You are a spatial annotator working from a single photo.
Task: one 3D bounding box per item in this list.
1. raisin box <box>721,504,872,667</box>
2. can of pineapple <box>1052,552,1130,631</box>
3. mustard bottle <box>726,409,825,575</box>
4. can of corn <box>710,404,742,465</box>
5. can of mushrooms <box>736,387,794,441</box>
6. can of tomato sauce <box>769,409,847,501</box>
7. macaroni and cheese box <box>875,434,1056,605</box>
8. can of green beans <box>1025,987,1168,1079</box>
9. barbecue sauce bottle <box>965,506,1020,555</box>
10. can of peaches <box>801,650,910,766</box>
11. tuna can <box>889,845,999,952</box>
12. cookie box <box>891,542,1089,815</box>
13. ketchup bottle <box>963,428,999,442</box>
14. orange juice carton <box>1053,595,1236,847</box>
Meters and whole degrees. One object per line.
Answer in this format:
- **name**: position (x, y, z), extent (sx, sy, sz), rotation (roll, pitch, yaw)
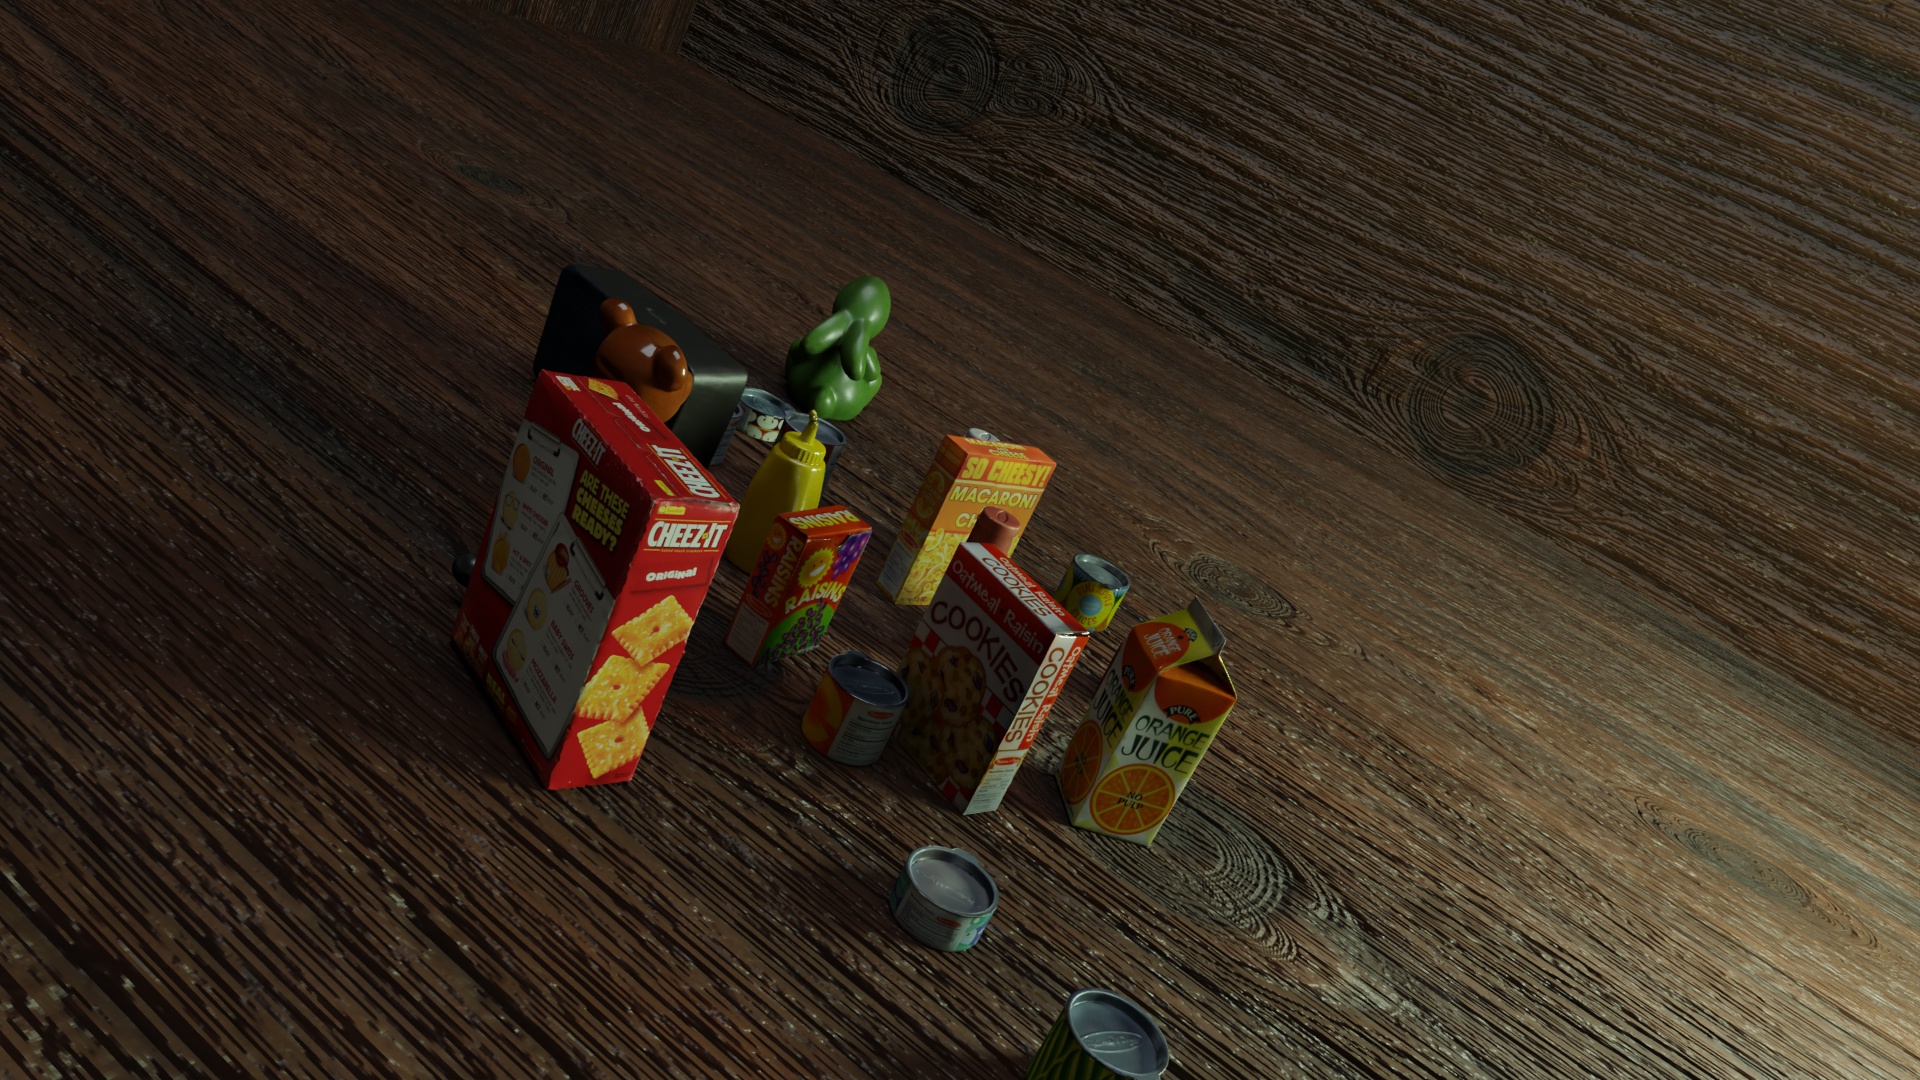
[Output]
- **raisin box**: position (-0.130, 0.035, 1.109), extent (0.040, 0.123, 0.086), rotation (36, 23, 24)
- **can of pineapple**: position (0.136, 0.055, 1.454), extent (0.071, 0.057, 0.071), rotation (22, 21, -9)
- **mustard bottle**: position (-0.152, -0.043, 1.217), extent (0.065, 0.159, 0.049), rotation (30, 21, 12)
- **can of corn**: position (-0.264, -0.118, 1.407), extent (0.071, 0.058, 0.071), rotation (22, 21, -9)
- **can of mushrooms**: position (-0.221, -0.139, 1.540), extent (0.071, 0.033, 0.071), rotation (22, 21, -9)
- **can of tomato sauce**: position (-0.162, -0.078, 1.395), extent (0.071, 0.082, 0.071), rotation (22, 21, -9)
- **macaroni and cheese box**: position (0.005, -0.017, 1.323), extent (0.124, 0.165, 0.040), rotation (4, 30, -45)
- **can of green beans**: position (0.078, 0.305, 0.804), extent (0.071, 0.057, 0.071), rotation (22, 21, -9)
- **barbecue sauce bottle**: position (0.005, 0.041, 1.213), extent (0.044, 0.148, 0.065), rotation (25, 21, -1)
- **can of peaches**: position (-0.080, 0.126, 1.044), extent (0.071, 0.057, 0.071), rotation (22, 21, -9)
- **tuna can**: position (-0.011, 0.232, 0.908), extent (0.071, 0.032, 0.071), rotation (22, 21, -9)
- **cookie box**: position (0.014, 0.103, 1.053), extent (0.040, 0.166, 0.123), rotation (4, 29, -44)
- **ketchup bottle**: position (-0.006, -0.040, 1.391), extent (0.043, 0.148, 0.065), rotation (27, 21, 3)
- **orange juice carton**: position (0.151, 0.138, 1.090), extent (0.073, 0.192, 0.072), rotation (19, 22, -18)
